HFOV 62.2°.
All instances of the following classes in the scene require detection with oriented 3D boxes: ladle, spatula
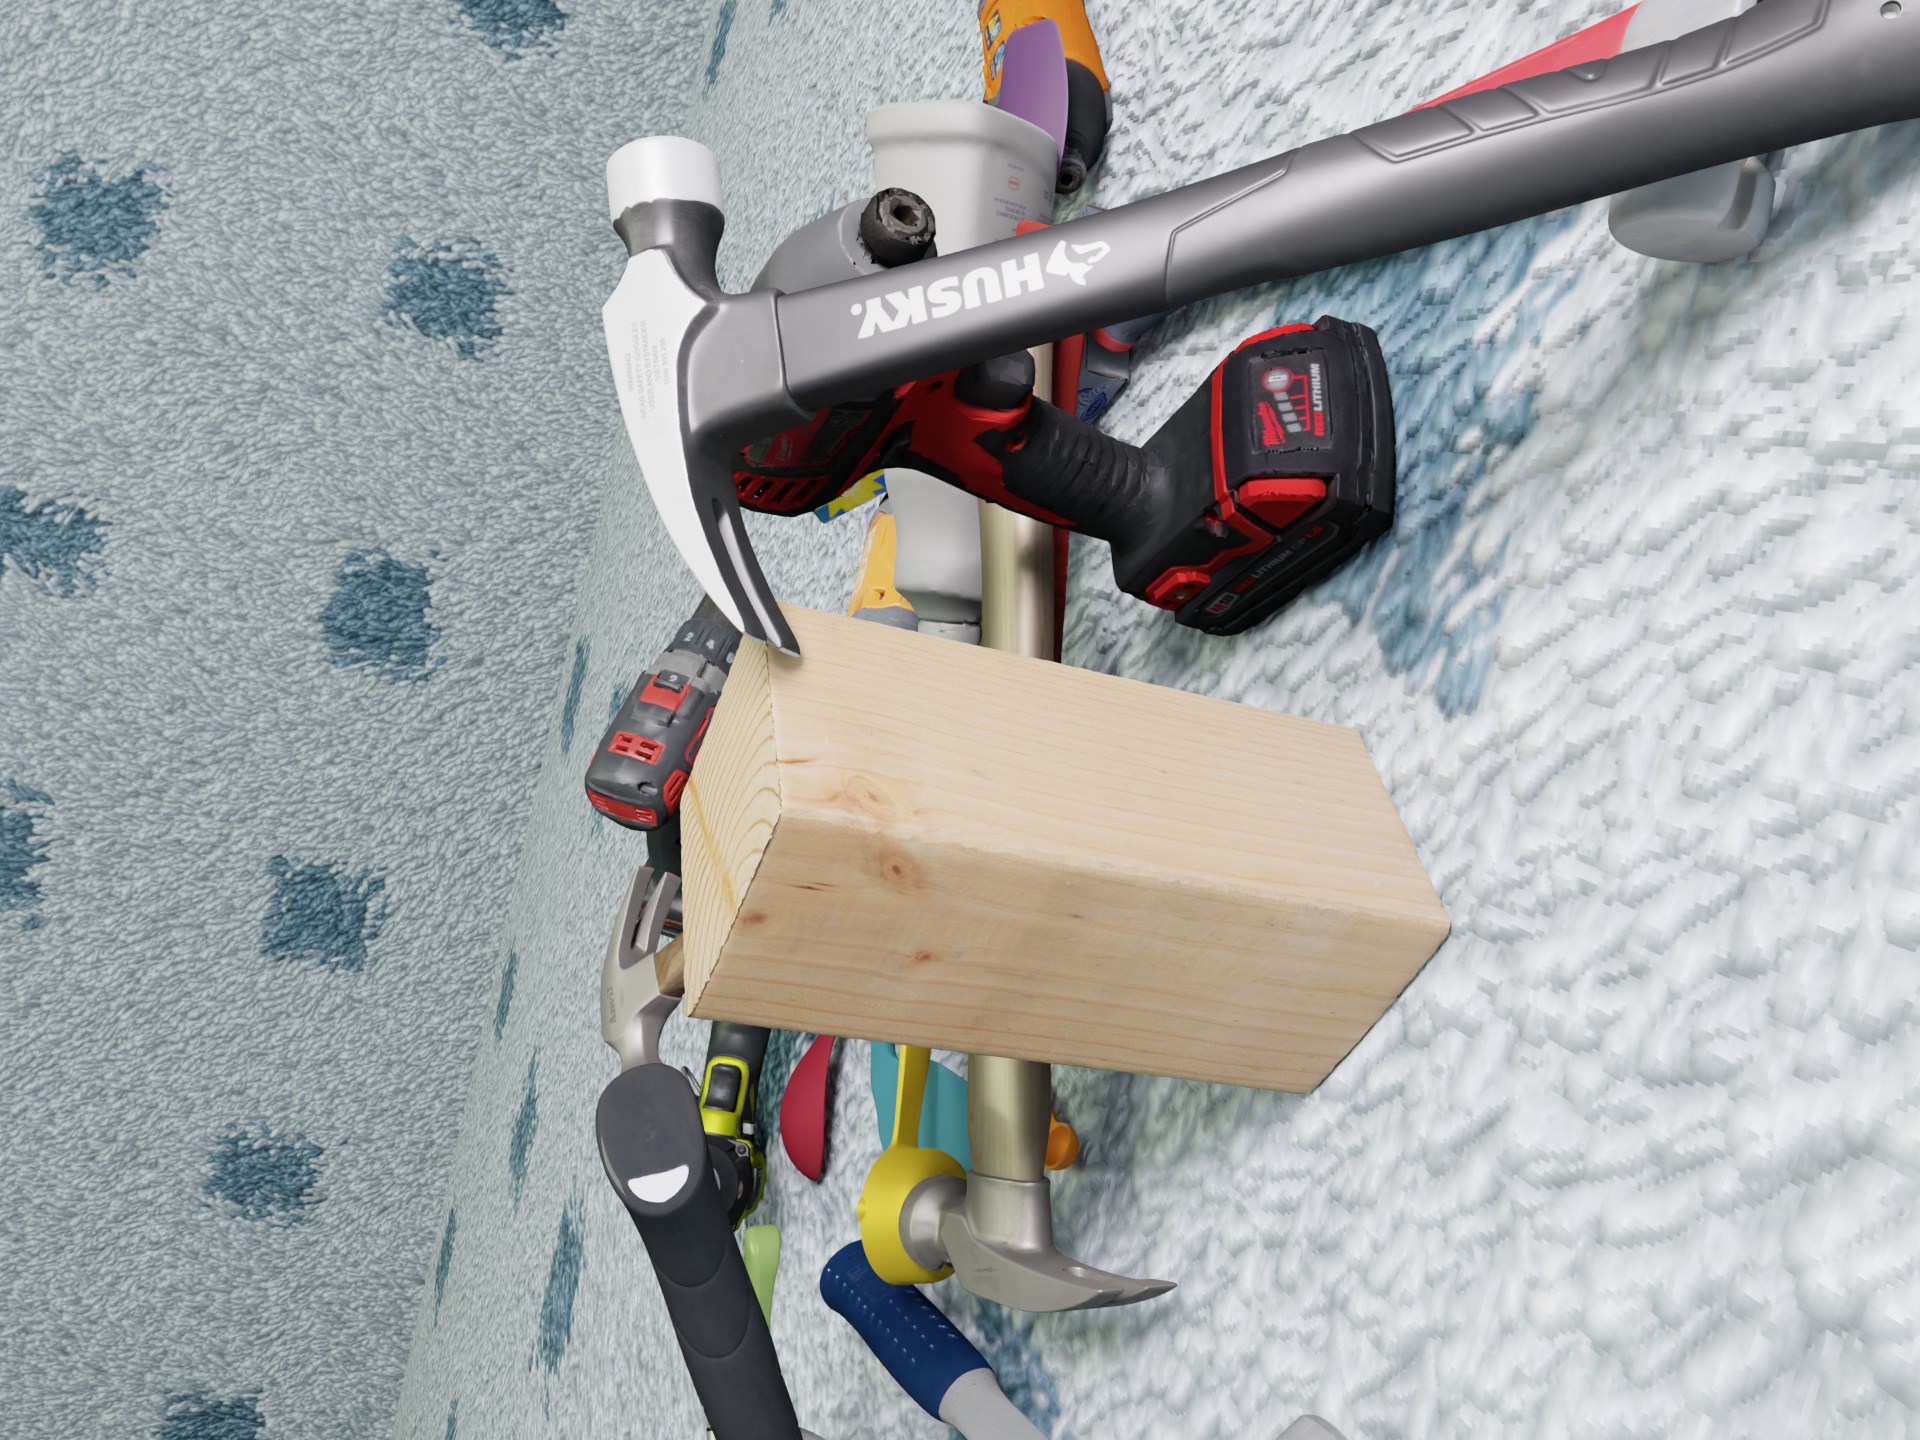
[{"bbox_3d":[-0.056,0.121,0.921,0.069,0.031,0.315,-133,59,-70],"label":"ladle"},{"bbox_3d":[-0.038,0.140,0.828,0.318,0.044,0.082,-118,46,-59],"label":"spatula"},{"bbox_3d":[0.027,-0.187,0.804,0.060,0.018,0.316,17,106,55],"label":"spatula"}]

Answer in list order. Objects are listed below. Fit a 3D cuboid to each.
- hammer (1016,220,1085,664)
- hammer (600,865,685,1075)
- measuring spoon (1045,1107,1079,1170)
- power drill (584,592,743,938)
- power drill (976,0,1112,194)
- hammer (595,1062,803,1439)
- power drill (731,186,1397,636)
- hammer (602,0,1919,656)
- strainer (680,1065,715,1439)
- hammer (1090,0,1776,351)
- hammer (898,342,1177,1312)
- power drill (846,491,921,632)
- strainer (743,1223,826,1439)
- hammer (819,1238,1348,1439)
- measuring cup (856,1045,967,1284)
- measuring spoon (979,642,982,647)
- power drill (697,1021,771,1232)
[{"bbox_3d":[0.029,-0.041,0.713,0.149,0.036,0.359,177,96,-69],"label":"hammer"},{"bbox_3d":[-0.085,0.074,0.844,0.331,0.031,0.130,-41,48,25],"label":"hammer"},{"bbox_3d":[0.031,0.162,0.695,0.021,0.011,0.117,-57,21,6],"label":"measuring spoon"},{"bbox_3d":[-0.173,0.030,1.071,0.226,0.080,0.188,90,-160,-54],"label":"power drill"},{"bbox_3d":[0.009,-0.289,0.900,0.226,0.084,0.164,-52,34,43],"label":"power drill"},{"bbox_3d":[-0.049,0.283,0.532,0.149,0.036,0.408,-121,17,-63],"label":"hammer"},{"bbox_3d":[0.030,-0.104,0.538,0.143,0.219,0.079,138,139,-58],"label":"power drill"},{"bbox_3d":[0.067,-0.115,0.393,0.035,0.335,0.146,23,-123,-70],"label":"hammer"},{"bbox_3d":[-0.156,0.351,1.037,0.086,0.050,0.259,56,-155,-63],"label":"strainer"},{"bbox_3d":[0.139,-0.203,0.568,0.386,0.038,0.143,-169,91,-70],"label":"hammer"},{"bbox_3d":[0.026,0.013,0.622,0.146,0.038,0.411,-15,72,60],"label":"hammer"},{"bbox_3d":[-0.058,-0.057,0.942,0.226,0.084,0.186,-49,24,47],"label":"power drill"},{"bbox_3d":[-0.066,0.337,0.717,0.152,0.069,0.256,-135,45,-66],"label":"strainer"},{"bbox_3d":[0.001,0.262,0.601,0.035,0.144,0.405,57,163,-4],"label":"hammer"},{"bbox_3d":[-0.011,0.166,0.697,0.029,0.062,0.157,-8,66,32],"label":"measuring cup"},{"bbox_3d":[-0.001,-0.003,0.847,0.124,0.034,0.018,-60,4,50],"label":"measuring spoon"},{"bbox_3d":[-0.136,0.193,0.959,0.171,0.080,0.223,100,179,-76],"label":"power drill"}]
